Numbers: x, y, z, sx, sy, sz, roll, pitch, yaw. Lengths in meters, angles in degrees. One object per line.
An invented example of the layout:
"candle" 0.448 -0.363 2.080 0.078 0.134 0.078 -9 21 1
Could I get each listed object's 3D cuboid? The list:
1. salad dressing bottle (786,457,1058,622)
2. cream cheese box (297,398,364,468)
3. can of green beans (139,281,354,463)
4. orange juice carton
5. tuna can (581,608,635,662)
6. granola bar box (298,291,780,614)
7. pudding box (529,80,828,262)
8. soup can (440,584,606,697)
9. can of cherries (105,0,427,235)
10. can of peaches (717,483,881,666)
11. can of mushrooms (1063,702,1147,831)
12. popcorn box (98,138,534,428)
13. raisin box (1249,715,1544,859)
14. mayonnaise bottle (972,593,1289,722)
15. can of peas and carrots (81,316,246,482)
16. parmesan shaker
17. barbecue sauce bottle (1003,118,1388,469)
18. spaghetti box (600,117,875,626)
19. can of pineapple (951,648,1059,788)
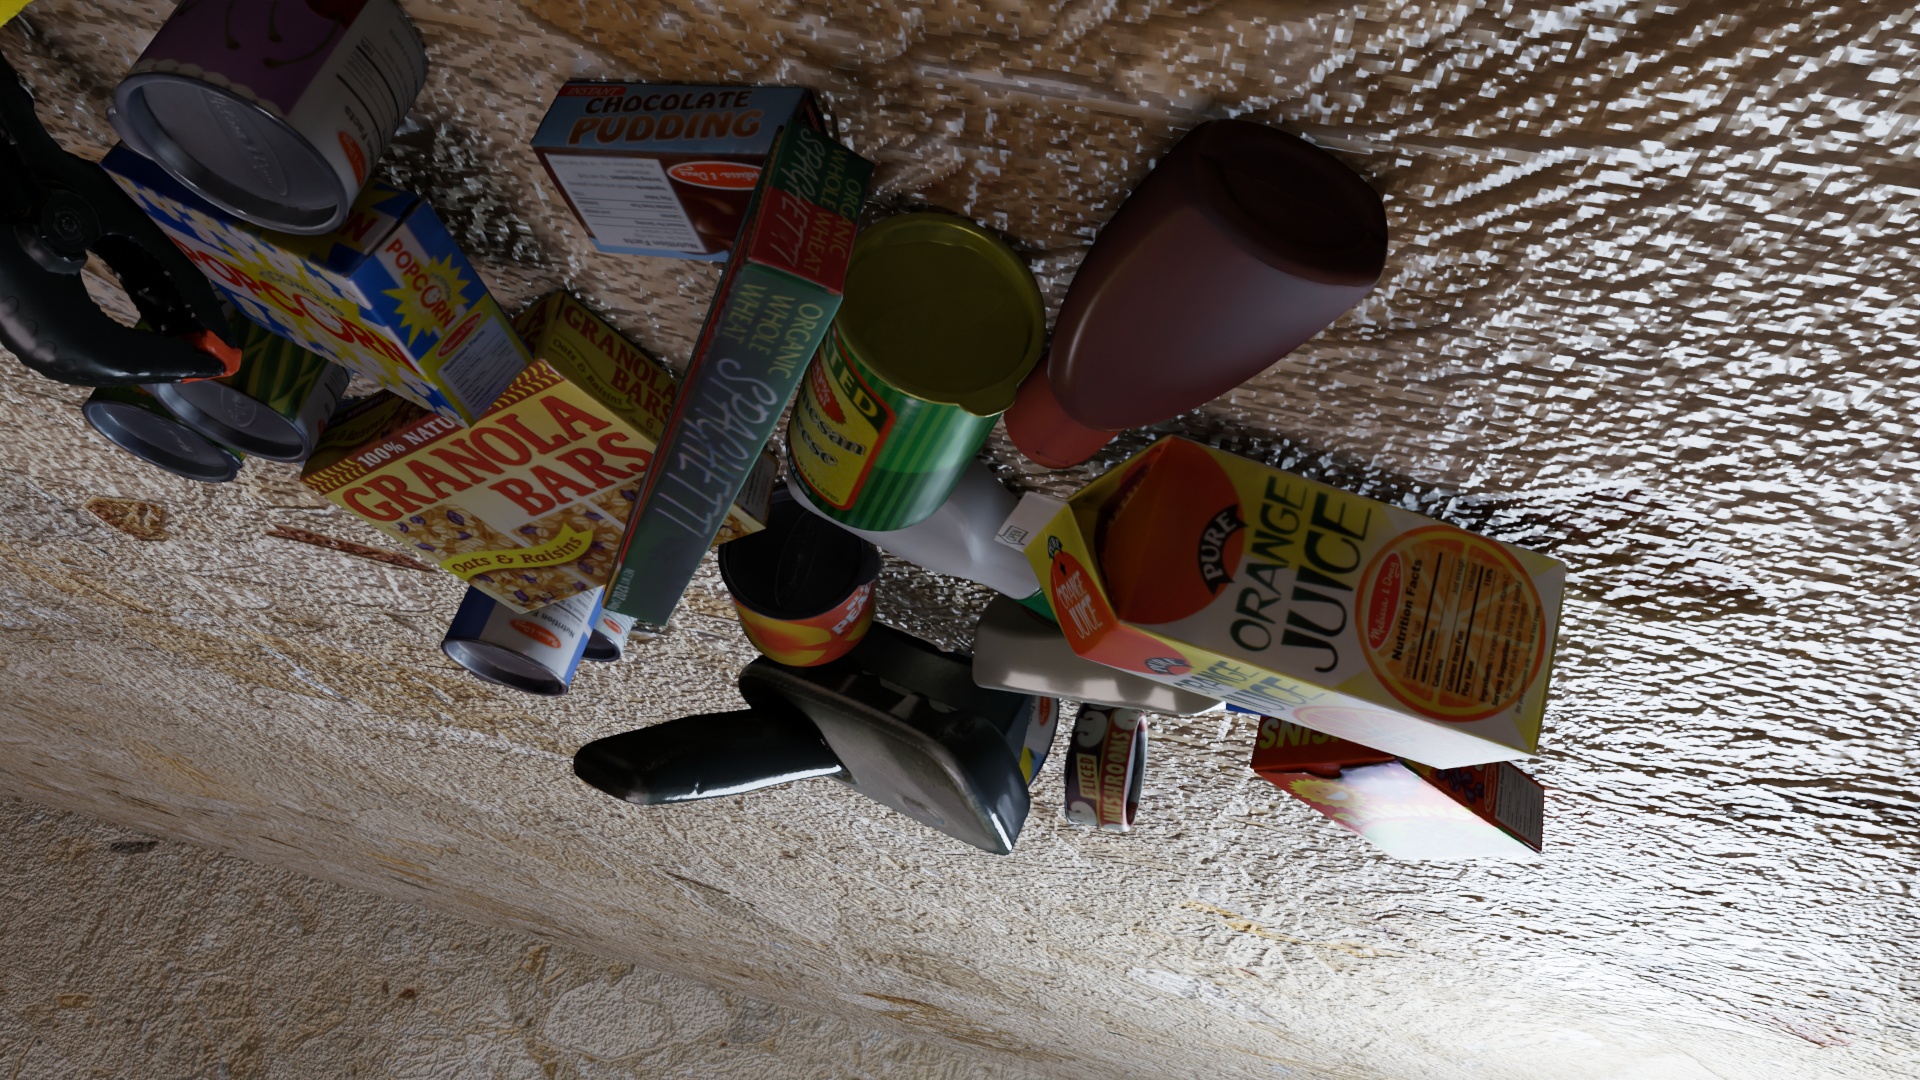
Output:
"salad dressing bottle" 0.002 -0.007 0.563 0.147 0.044 0.064 29 151 -27
"cream cheese box" -0.279 -0.045 0.672 0.104 0.024 0.053 3 152 26
"can of green beans" -0.292 -0.074 0.582 0.071 0.058 0.071 13 154 7
"orange juice carton" 0.109 0.020 0.505 0.193 0.073 0.071 17 165 -3
"tuna can" -0.224 0.041 0.799 0.071 0.033 0.070 13 154 7
"granola bar box" -0.180 -0.030 0.595 0.165 0.039 0.124 -17 139 33
"pudding box" -0.079 -0.110 0.420 0.084 0.030 0.049 7 151 17
"soup can" -0.219 0.030 0.715 0.071 0.084 0.071 13 154 7
"can of cherries" -0.204 -0.135 0.411 0.071 0.058 0.071 13 155 7
"can of peaches" -0.069 0.017 0.624 0.071 0.071 0.057 13 154 6
"can of mushrooms" 0.078 0.121 0.741 0.033 0.071 0.070 7 152 17
"popcorn box" -0.222 -0.097 0.484 0.127 0.038 0.085 24 157 22
"raisin box" 0.218 0.119 0.691 0.123 0.040 0.086 33 150 -29
"mayonnaise bottle" 0.083 0.052 0.619 0.148 0.041 0.065 6 -166 15
"can of peas and carrots" -0.344 -0.067 0.626 0.071 0.059 0.070 12 154 6
"parmesan shaker" -0.018 -0.049 0.458 0.071 0.071 0.102 20 153 -7
"barbecue sauce bottle" 0.058 -0.064 0.417 0.065 0.044 0.148 19 155 -16
"spaghetti box" -0.082 -0.038 0.458 0.029 0.050 0.249 18 151 -15
"can of pineapple" 0.011 0.099 0.738 0.058 0.071 0.070 25 153 -14
